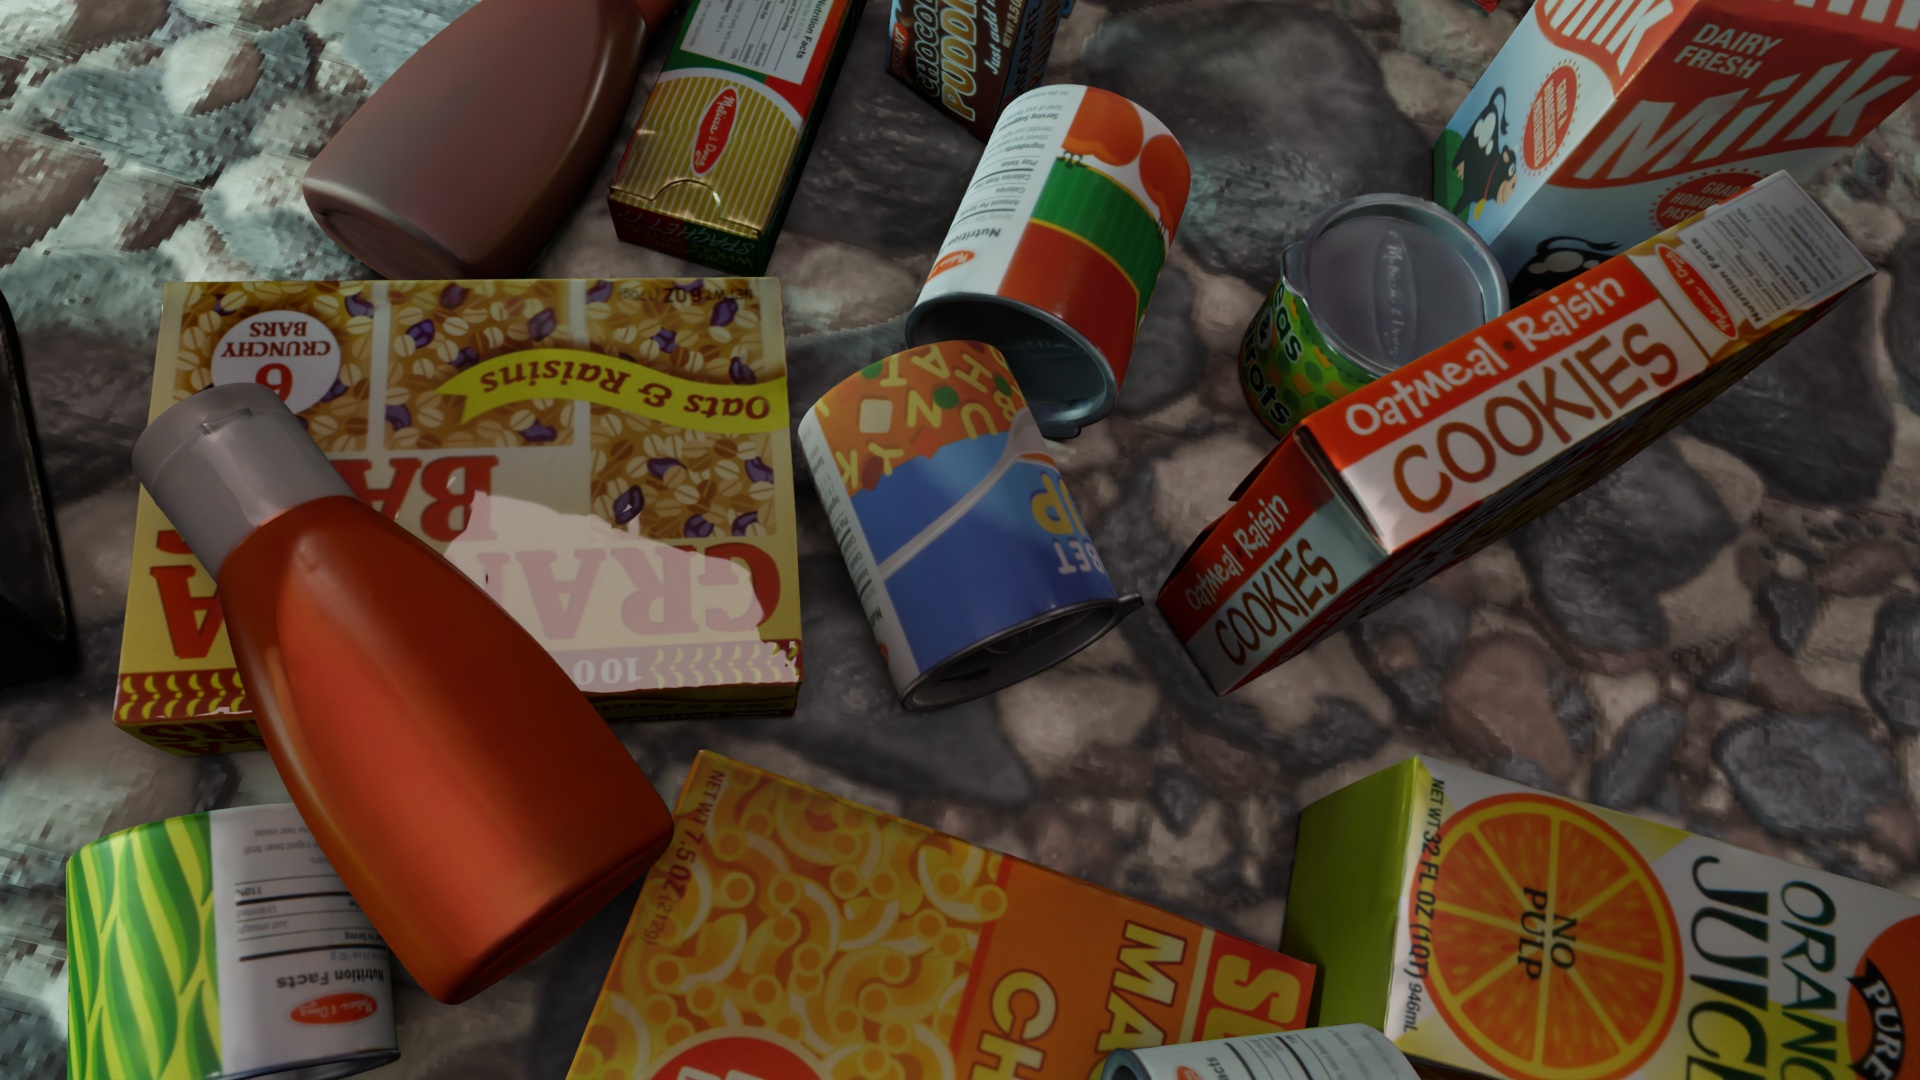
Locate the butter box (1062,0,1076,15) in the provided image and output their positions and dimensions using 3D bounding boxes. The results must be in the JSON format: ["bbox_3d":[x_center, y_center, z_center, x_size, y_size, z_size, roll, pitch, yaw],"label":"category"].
[{"bbox_3d":[0.024,-0.224,0.460,0.053,0.103,0.024,13,67,-3],"label":"butter box"}]

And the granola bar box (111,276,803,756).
[{"bbox_3d":[-0.130,-0.010,0.384,0.166,0.039,0.124,-2,70,-10],"label":"granola bar box"}]

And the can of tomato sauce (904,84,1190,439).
[{"bbox_3d":[0.030,-0.085,0.426,0.071,0.071,0.083,22,66,0],"label":"can of tomato sauce"}]

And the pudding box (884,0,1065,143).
[{"bbox_3d":[0.005,-0.174,0.447,0.050,0.083,0.030,38,69,7],"label":"pudding box"}]

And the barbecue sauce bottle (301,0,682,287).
[{"bbox_3d":[-0.133,-0.143,0.435,0.065,0.043,0.149,28,66,2],"label":"barbecue sauce bottle"}]

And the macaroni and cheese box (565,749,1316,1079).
[{"bbox_3d":[-0.008,0.138,0.343,0.166,0.040,0.124,19,67,0],"label":"macaroni and cheese box"}]

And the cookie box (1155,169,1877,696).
[{"bbox_3d":[0.145,-0.025,0.388,0.168,0.122,0.040,-27,74,-18],"label":"cookie box"}]

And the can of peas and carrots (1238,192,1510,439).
[{"bbox_3d":[0.125,-0.065,0.436,0.071,0.058,0.071,3,68,-7],"label":"can of peas and carrots"}]

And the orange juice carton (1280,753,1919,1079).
[{"bbox_3d":[0.188,0.122,0.363,0.193,0.072,0.072,16,67,-3],"label":"orange juice carton"}]

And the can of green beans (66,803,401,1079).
[{"bbox_3d":[-0.167,0.097,0.320,0.071,0.071,0.058,-10,70,-13],"label":"can of green beans"}]

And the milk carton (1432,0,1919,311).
[{"bbox_3d":[0.214,-0.140,0.409,0.072,0.189,0.074,10,67,-5],"label":"milk carton"}]

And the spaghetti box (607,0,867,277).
[{"bbox_3d":[-0.054,-0.203,0.479,0.050,0.028,0.251,17,67,-2],"label":"spaghetti box"}]

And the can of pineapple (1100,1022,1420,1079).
[{"bbox_3d":[0.065,0.141,0.296,0.058,0.070,0.071,-2,69,-10],"label":"can of pineapple"}]

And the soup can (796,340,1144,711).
[{"bbox_3d":[0.001,-0.005,0.387,0.071,0.071,0.084,-19,72,-15],"label":"soup can"}]

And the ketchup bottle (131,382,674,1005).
[{"bbox_3d":[-0.134,0.029,0.321,0.065,0.043,0.149,-33,79,-37],"label":"ketchup bottle"}]
